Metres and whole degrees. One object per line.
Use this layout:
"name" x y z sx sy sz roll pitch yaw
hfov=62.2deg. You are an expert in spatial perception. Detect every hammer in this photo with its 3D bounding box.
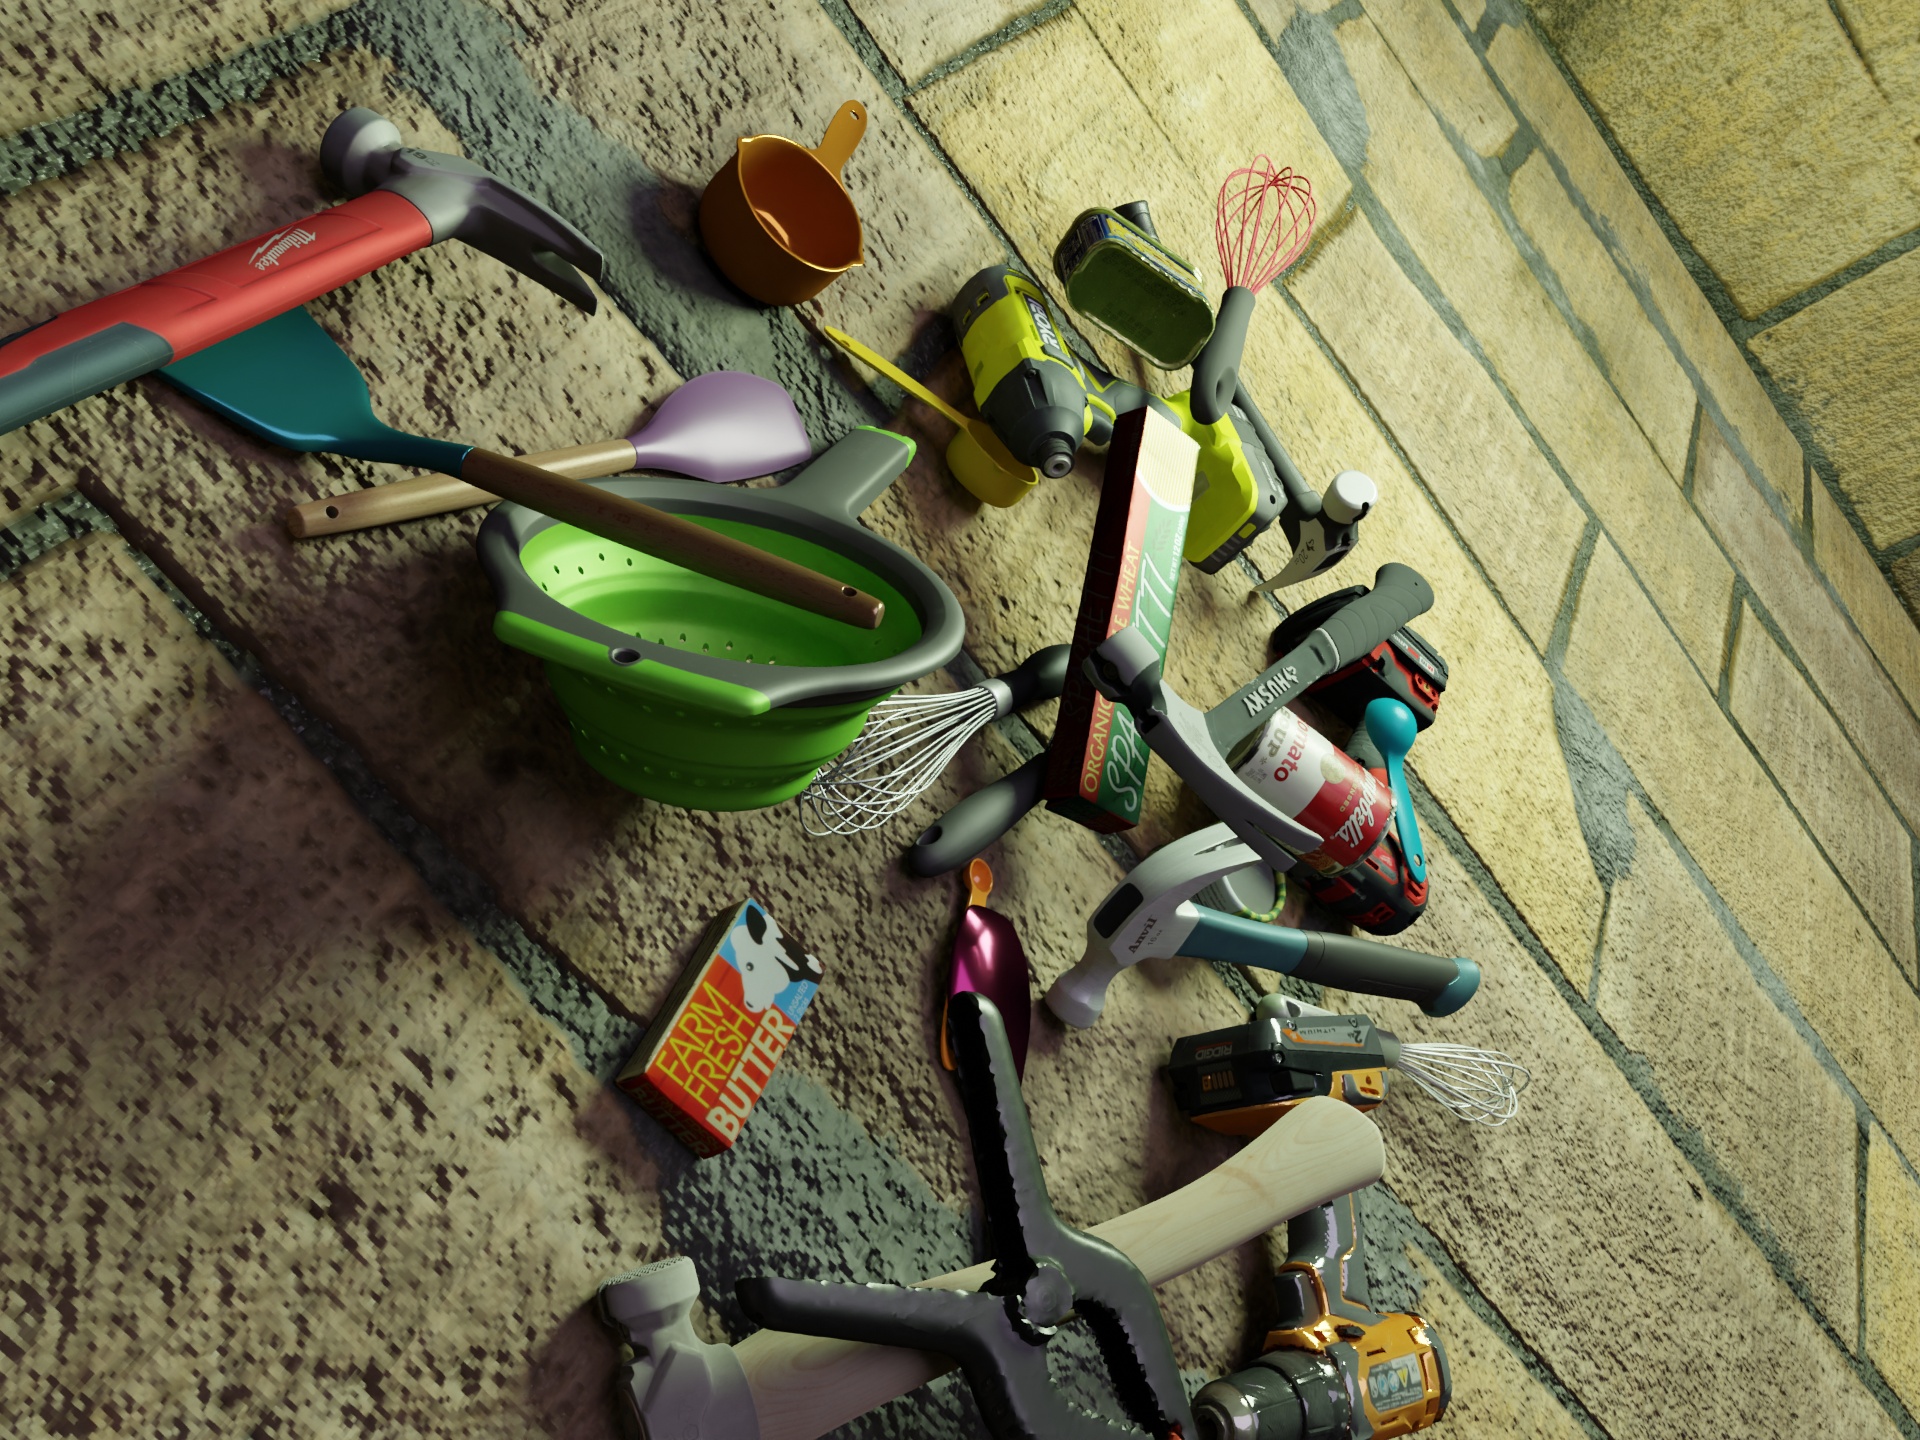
"hammer" 0.216 -0.034 0.958 0.149 0.036 0.409 51 35 8
"hammer" 0.199 0.137 0.923 0.330 0.128 0.033 16 23 -40
"hammer" 0.187 -0.246 1.157 0.035 0.146 0.335 -19 68 -18
"hammer" 0.048 0.256 0.702 0.410 0.038 0.146 -8 75 -36
"hammer" -0.301 -0.133 0.586 0.143 0.038 0.386 31 44 10

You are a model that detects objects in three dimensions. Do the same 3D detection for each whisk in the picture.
"whisk" 0.046 0.027 0.889 0.239 0.055 0.055 -33 94 -45
"whisk" 0.280 0.215 1.024 0.246 0.059 0.058 23 43 -31
"whisk" -0.002 -0.003 0.850 0.284 0.070 0.070 -26 88 -55
"whisk" 0.195 -0.299 1.093 0.073 0.073 0.296 41 48 -23

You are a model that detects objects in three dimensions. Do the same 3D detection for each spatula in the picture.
"spatula" -0.179 -0.125 0.758 0.316 0.018 0.060 -28 96 -51
"spatula" -0.177 -0.103 0.644 0.317 0.044 0.082 21 43 8

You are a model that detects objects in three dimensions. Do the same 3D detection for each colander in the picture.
"colander" -0.089 -0.057 0.758 0.204 0.094 0.397 18 25 6

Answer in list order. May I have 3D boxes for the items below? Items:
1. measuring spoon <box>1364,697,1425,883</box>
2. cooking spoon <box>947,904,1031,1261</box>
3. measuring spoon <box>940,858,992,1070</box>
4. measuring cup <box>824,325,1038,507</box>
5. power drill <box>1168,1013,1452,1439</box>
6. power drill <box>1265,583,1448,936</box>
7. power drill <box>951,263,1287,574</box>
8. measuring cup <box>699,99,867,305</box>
"measuring spoon" 0.296 0.043 1.047 0.042 0.021 0.129 9 65 -37
"cooking spoon" 0.023 0.240 0.757 0.068 0.017 0.319 28 51 -45
"measuring spoon" 0.000 0.123 0.813 0.021 0.011 0.117 39 47 -37
"measuring cup" -0.023 -0.180 0.950 0.156 0.029 0.062 34 25 -14
"power drill" 0.175 0.278 0.855 0.185 0.084 0.226 7 67 -42
"power drill" 0.250 0.014 1.087 0.187 0.080 0.227 37 49 -22
"power drill" 0.101 -0.184 1.023 0.223 0.080 0.171 21 38 -36
"measuring cup" -0.095 -0.308 0.928 0.095 0.052 0.174 41 42 -23
